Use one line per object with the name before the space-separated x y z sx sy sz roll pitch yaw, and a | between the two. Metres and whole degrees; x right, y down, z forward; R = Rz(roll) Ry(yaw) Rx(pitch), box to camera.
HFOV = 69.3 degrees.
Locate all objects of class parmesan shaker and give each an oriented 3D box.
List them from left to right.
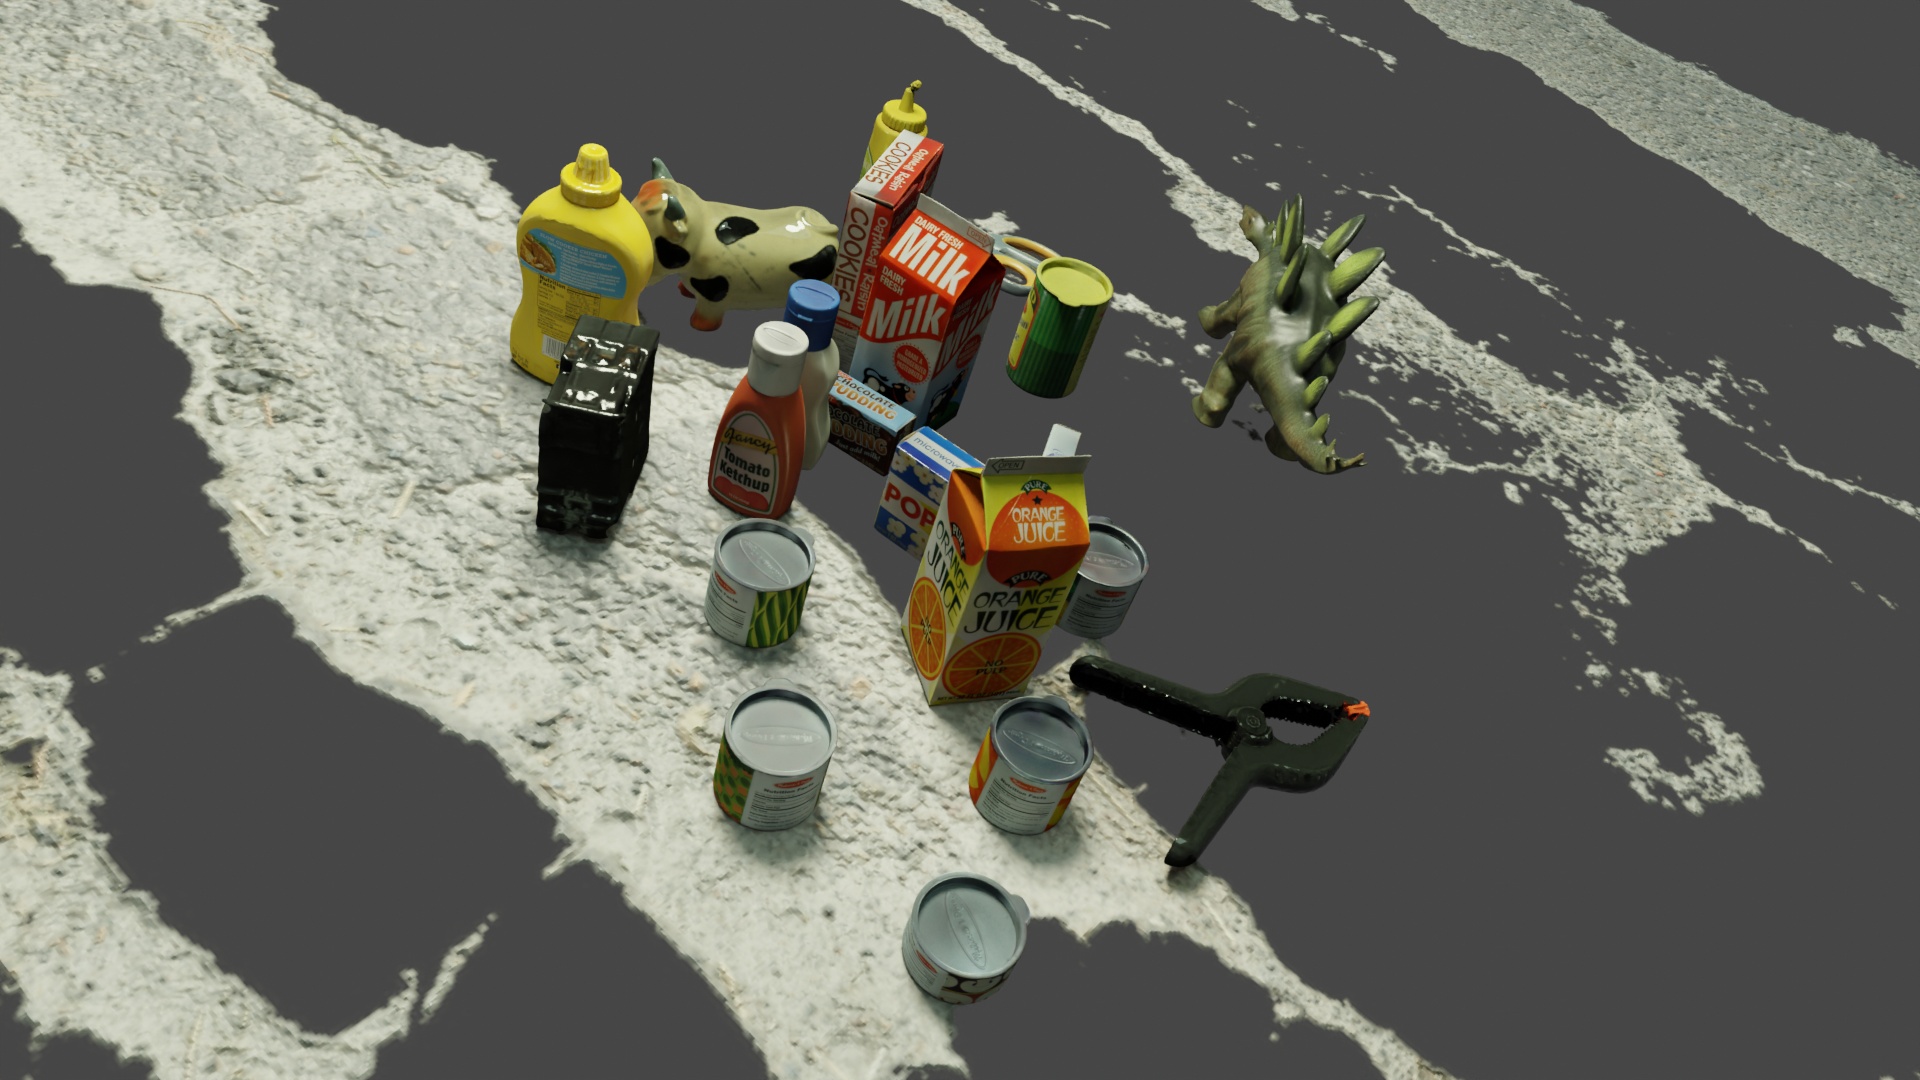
parmesan shaker | 0.082 -0.178 1.180 0.071 0.102 0.072 11 43 -10

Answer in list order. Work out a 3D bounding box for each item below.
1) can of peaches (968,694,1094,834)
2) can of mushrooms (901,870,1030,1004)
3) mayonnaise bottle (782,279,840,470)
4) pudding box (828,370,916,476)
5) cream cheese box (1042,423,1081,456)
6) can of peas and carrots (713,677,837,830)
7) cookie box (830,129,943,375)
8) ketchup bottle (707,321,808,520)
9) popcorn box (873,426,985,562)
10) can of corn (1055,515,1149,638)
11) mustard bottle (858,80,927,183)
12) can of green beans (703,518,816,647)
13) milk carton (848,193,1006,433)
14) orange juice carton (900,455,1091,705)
can of peaches | 0.044 0.139 0.867 0.071 0.057 0.071 11 43 -10
can of mushrooms | 0.004 0.223 0.783 0.071 0.033 0.071 11 43 -10
mayonnaise bottle | -0.118 -0.120 1.012 0.065 0.147 0.041 19 42 0
pudding box | -0.079 -0.093 1.071 0.084 0.049 0.030 32 43 14
cream cheese box | 0.066 -0.038 1.065 0.024 0.053 0.104 20 42 0
can of peas and carrots | -0.111 0.127 0.823 0.071 0.058 0.071 11 43 -10
cookie box | -0.067 -0.234 1.136 0.040 0.166 0.123 22 42 3
ketchup bottle | -0.136 -0.084 0.967 0.065 0.148 0.044 26 42 7
popcorn box | 0.004 -0.012 0.991 0.127 0.084 0.038 35 44 16
can of corn | 0.096 0.026 1.005 0.071 0.058 0.071 11 43 -10
mustard bottle | -0.061 -0.347 1.262 0.049 0.159 0.065 4 44 -17
can of green beans | -0.133 0.028 0.918 0.071 0.057 0.071 11 43 -10
milk carton | -0.026 -0.169 1.067 0.072 0.189 0.074 34 44 16
orange juice carton | 0.024 0.017 0.889 0.072 0.191 0.073 -3 46 -23
